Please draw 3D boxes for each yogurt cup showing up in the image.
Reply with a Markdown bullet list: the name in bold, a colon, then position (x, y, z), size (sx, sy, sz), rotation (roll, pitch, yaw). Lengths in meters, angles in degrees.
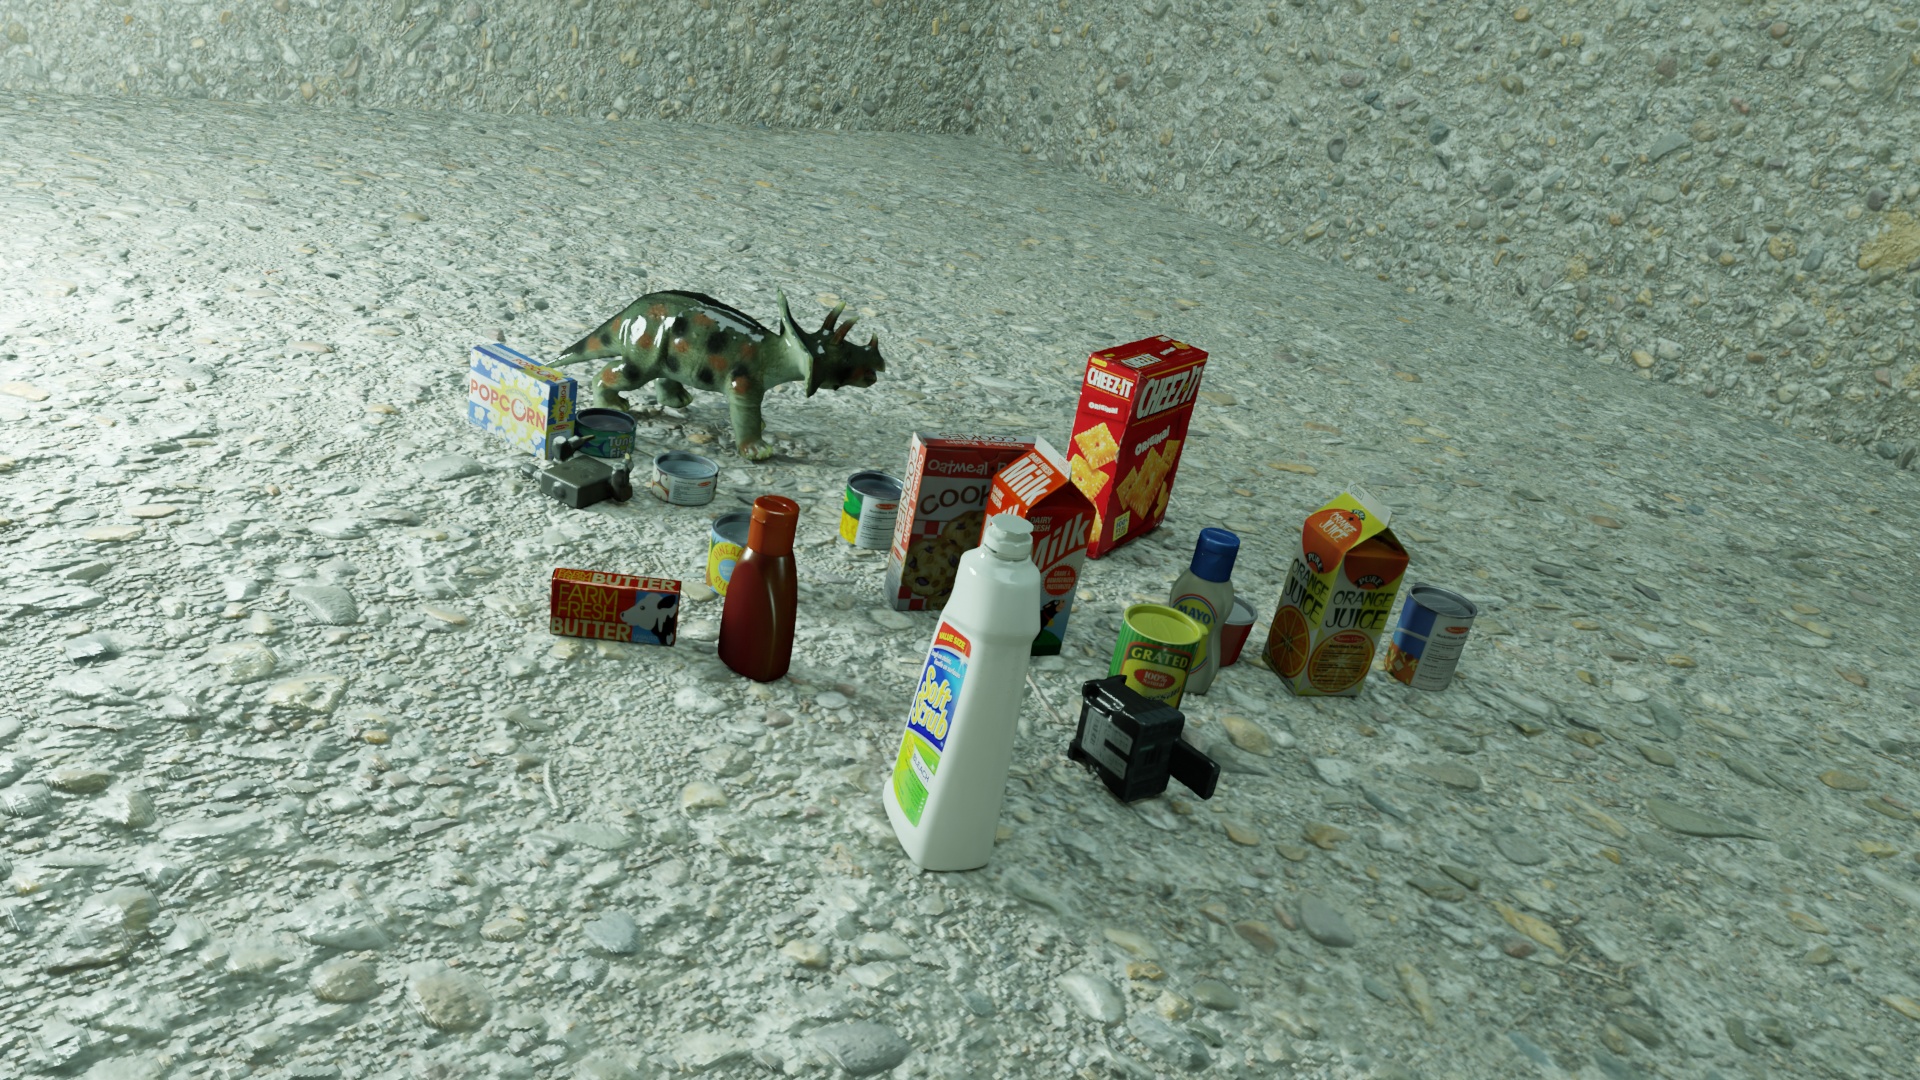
- **yogurt cup**: position (0.243, 0.083, 1.319), size (0.072, 0.053, 0.073), rotation (10, 24, -4)

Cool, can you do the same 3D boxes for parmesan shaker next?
- **parmesan shaker**: position (0.159, 0.113, 1.155), size (0.071, 0.102, 0.071), rotation (10, 24, -4)

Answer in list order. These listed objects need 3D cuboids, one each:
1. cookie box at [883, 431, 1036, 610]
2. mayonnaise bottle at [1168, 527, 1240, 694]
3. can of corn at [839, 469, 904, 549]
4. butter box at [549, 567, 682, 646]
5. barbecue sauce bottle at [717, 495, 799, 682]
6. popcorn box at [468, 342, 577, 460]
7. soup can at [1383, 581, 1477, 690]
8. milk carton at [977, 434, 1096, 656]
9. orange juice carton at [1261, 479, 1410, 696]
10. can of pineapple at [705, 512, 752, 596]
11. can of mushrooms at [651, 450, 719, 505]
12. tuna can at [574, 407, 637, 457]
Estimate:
- **cookie box**: position (0.005, -0.016, 1.287), size (0.123, 0.166, 0.040), rotation (1, 26, -24)
- **mayonnaise bottle**: position (0.212, 0.061, 1.238), size (0.065, 0.147, 0.041), rotation (20, 25, 18)
- **can of corn**: position (-0.087, -0.031, 1.410), size (0.071, 0.058, 0.071), rotation (10, 24, -4)
- **butter box**: position (-0.283, 0.054, 1.139), size (0.103, 0.053, 0.024), rotation (7, 24, -11)
- **barbecue sauce bottle**: position (-0.158, 0.037, 1.119), size (0.065, 0.147, 0.044), rotation (26, 27, 29)
- **popcorn box**: position (-0.460, -0.147, 1.455), size (0.127, 0.084, 0.038), rotation (25, 27, 27)
- **soup can**: position (0.458, 0.094, 1.360), size (0.071, 0.083, 0.071), rotation (10, 24, -4)
- **milk carton**: position (0.064, 0.005, 1.239), size (0.073, 0.189, 0.072), rotation (0, 27, -26)
- **orange juice carton**: position (0.350, 0.045, 1.284), size (0.073, 0.191, 0.072), rotation (3, 25, -19)
- **can of pineapple**: position (-0.196, 0.015, 1.259), size (0.071, 0.057, 0.071), rotation (10, 24, -4)
- **can of mushrooms**: position (-0.282, -0.064, 1.421), size (0.071, 0.033, 0.071), rotation (10, 24, -4)
- **tuna can**: position (-0.379, -0.114, 1.486), size (0.071, 0.032, 0.071), rotation (10, 24, -4)
